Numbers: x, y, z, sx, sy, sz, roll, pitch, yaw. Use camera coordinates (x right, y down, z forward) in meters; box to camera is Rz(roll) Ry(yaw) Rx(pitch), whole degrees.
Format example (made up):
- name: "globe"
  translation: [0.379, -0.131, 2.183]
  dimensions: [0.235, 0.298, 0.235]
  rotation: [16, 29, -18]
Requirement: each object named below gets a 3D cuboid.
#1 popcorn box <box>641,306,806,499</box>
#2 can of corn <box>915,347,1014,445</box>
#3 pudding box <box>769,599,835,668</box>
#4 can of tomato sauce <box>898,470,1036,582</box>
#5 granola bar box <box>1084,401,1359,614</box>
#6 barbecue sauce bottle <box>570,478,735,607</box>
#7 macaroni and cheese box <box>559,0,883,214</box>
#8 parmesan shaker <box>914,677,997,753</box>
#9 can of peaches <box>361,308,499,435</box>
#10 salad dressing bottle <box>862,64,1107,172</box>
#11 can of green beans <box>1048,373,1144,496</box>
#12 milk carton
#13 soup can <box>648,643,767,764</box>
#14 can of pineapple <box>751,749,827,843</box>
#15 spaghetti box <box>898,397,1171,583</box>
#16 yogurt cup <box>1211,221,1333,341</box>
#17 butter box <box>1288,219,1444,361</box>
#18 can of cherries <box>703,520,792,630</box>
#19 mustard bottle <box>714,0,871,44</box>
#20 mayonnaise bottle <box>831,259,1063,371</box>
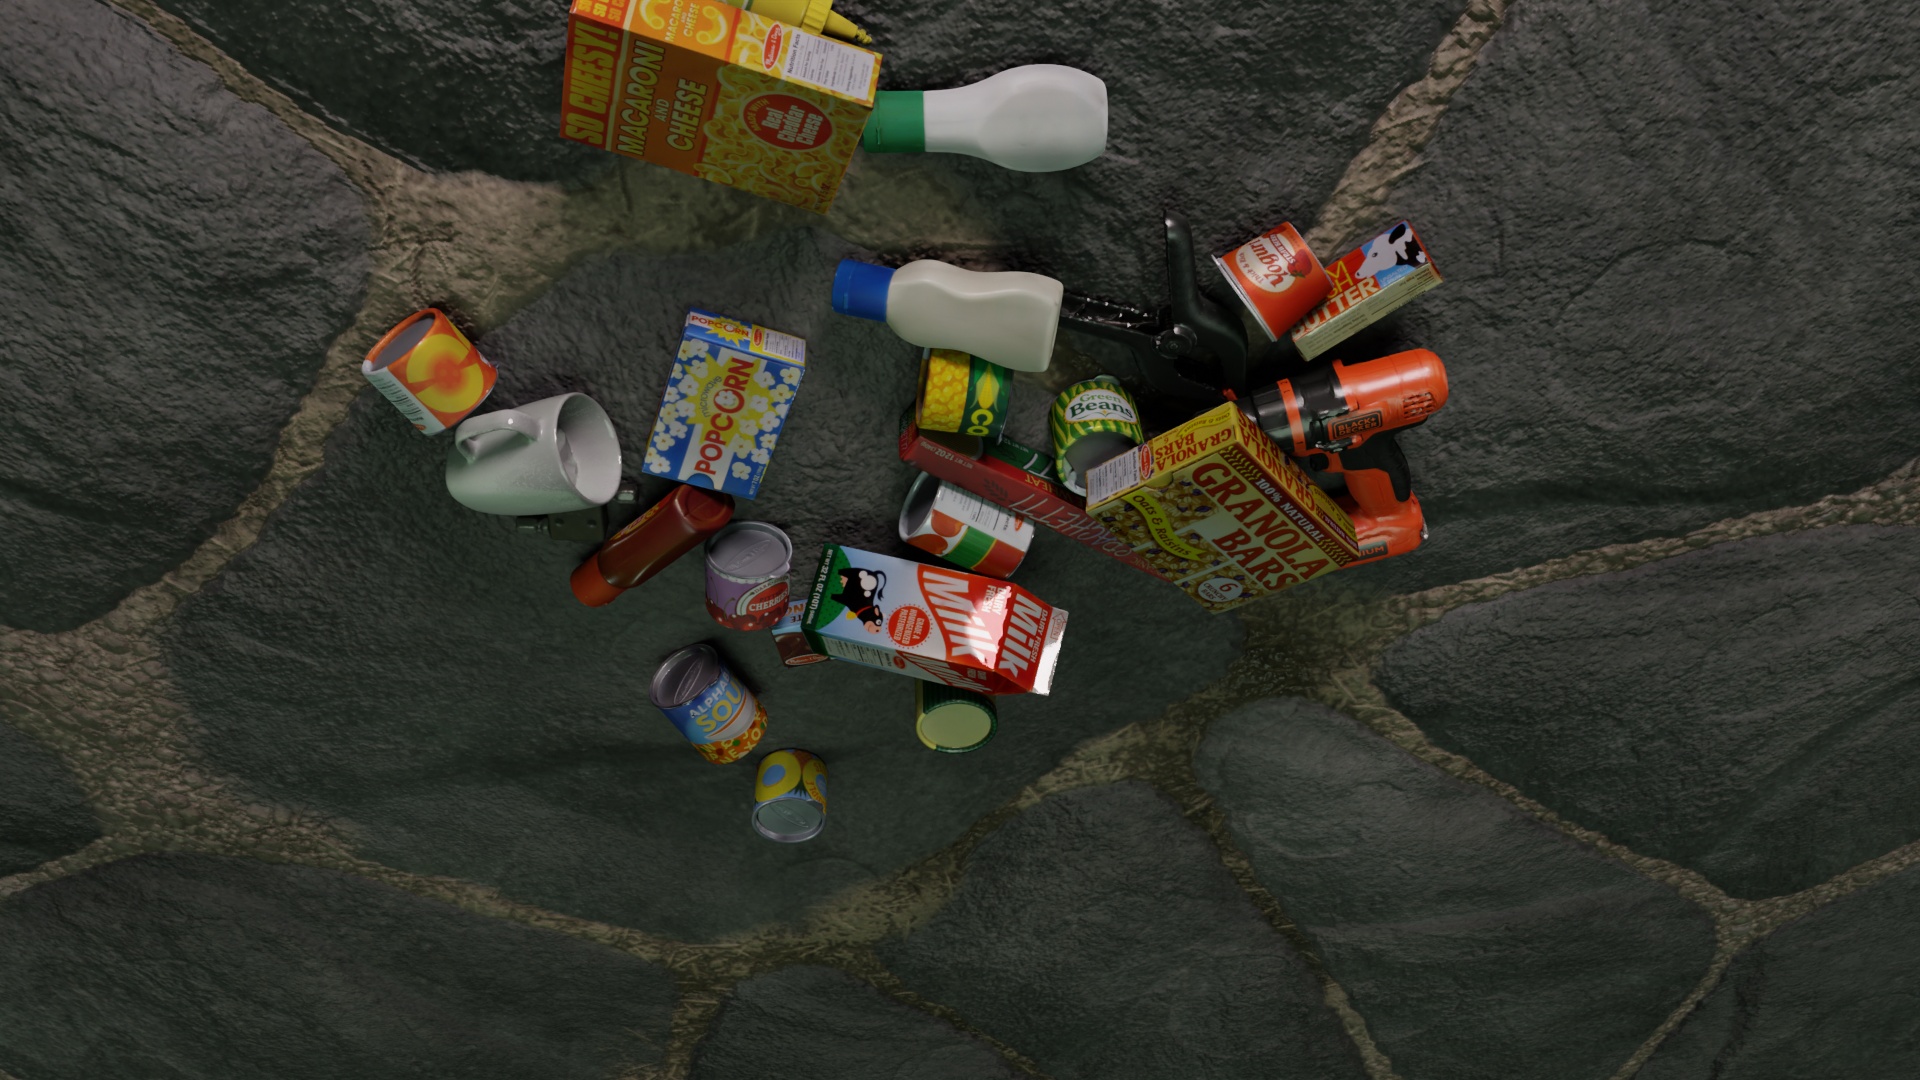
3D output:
- name: "popcorn box"
  translation: [-0.168, -0.095, 0.982]
  dimensions: [0.085, 0.038, 0.126]
  rotation: [14, 128, -17]
- name: "can of corn"
  translation: [0.002, -0.104, 0.963]
  dimensions: [0.058, 0.071, 0.070]
  rotation: [7, 130, -8]
- name: "pudding box"
  translation: [-0.110, 0.072, 1.137]
  dimensions: [0.084, 0.030, 0.049]
  rotation: [-10, 132, 6]
- name: "can of tomato sauce"
  translation: [0.004, -0.013, 1.046]
  dimensions: [0.083, 0.071, 0.071]
  rotation: [24, 126, -21]
- name: "granola bar box"
  translation: [0.186, -0.017, 0.984]
  dimensions: [0.124, 0.039, 0.165]
  rotation: [-26, 135, 33]
- name: "barbecue sauce bottle"
  translation: [-0.238, 0.005, 1.052]
  dimensions: [0.148, 0.065, 0.043]
  rotation: [-31, 97, 32]
- name: "macaroni and cheese box"
  translation: [-0.142, -0.257, 0.806]
  dimensions: [0.166, 0.040, 0.123]
  rotation: [14, 159, -14]
- name: "parmesan shaker"
  translation: [-0.004, 0.116, 1.133]
  dimensions: [0.071, 0.103, 0.071]
  rotation: [-2, 132, -2]
- name: "can of peaches"
  translation: [-0.356, -0.116, 0.935]
  dimensions: [0.071, 0.071, 0.058]
  rotation: [-25, 128, 17]
- name: "salad dressing bottle"
  translation: [0.014, -0.257, 0.849]
  dimensions: [0.148, 0.044, 0.064]
  rotation: [-1, 133, -1]
- name: "can of green beans"
  translation: [0.099, -0.073, 1.004]
  dimensions: [0.071, 0.058, 0.071]
  rotation: [-2, 131, -2]
- name: "milk carton"
  translation: [-0.018, 0.065, 1.062]
  dimensions: [0.191, 0.072, 0.073]
  rotation: [13, 160, 7]
- name: "soup can"
  translation: [-0.208, 0.138, 1.162]
  dimensions: [0.071, 0.072, 0.083]
  rotation: [-21, 130, 14]
- name: "can of pineapple"
  translation: [-0.152, 0.230, 1.254]
  dimensions: [0.071, 0.058, 0.070]
  rotation: [-2, 131, -2]
- name: "spaghetti box"
  translation: [0.068, -0.035, 1.041]
  dimensions: [0.250, 0.050, 0.028]
  rotation: [23, 127, -22]
- name: "yogurt cup"
  translation: [0.210, -0.174, 0.921]
  dimensions: [0.054, 0.073, 0.072]
  rotation: [-35, 125, 15]
- name: "butter box"
  translation: [0.266, -0.168, 0.936]
  dimensions: [0.103, 0.053, 0.024]
  rotation: [-31, 129, 22]
- name: "can of cherries"
  translation: [-0.162, 0.029, 1.068]
  dimensions: [0.071, 0.072, 0.058]
  rotation: [3, 131, -6]
- name: "mustard bottle"
  translation: [-0.123, -0.315, 0.784]
  dimensions: [0.160, 0.049, 0.065]
  rotation: [18, 132, -18]
- name: "mayonnaise bottle"
  translation: [-0.009, -0.155, 0.918]
  dimensions: [0.148, 0.041, 0.064]
  rotation: [12, 131, 5]
